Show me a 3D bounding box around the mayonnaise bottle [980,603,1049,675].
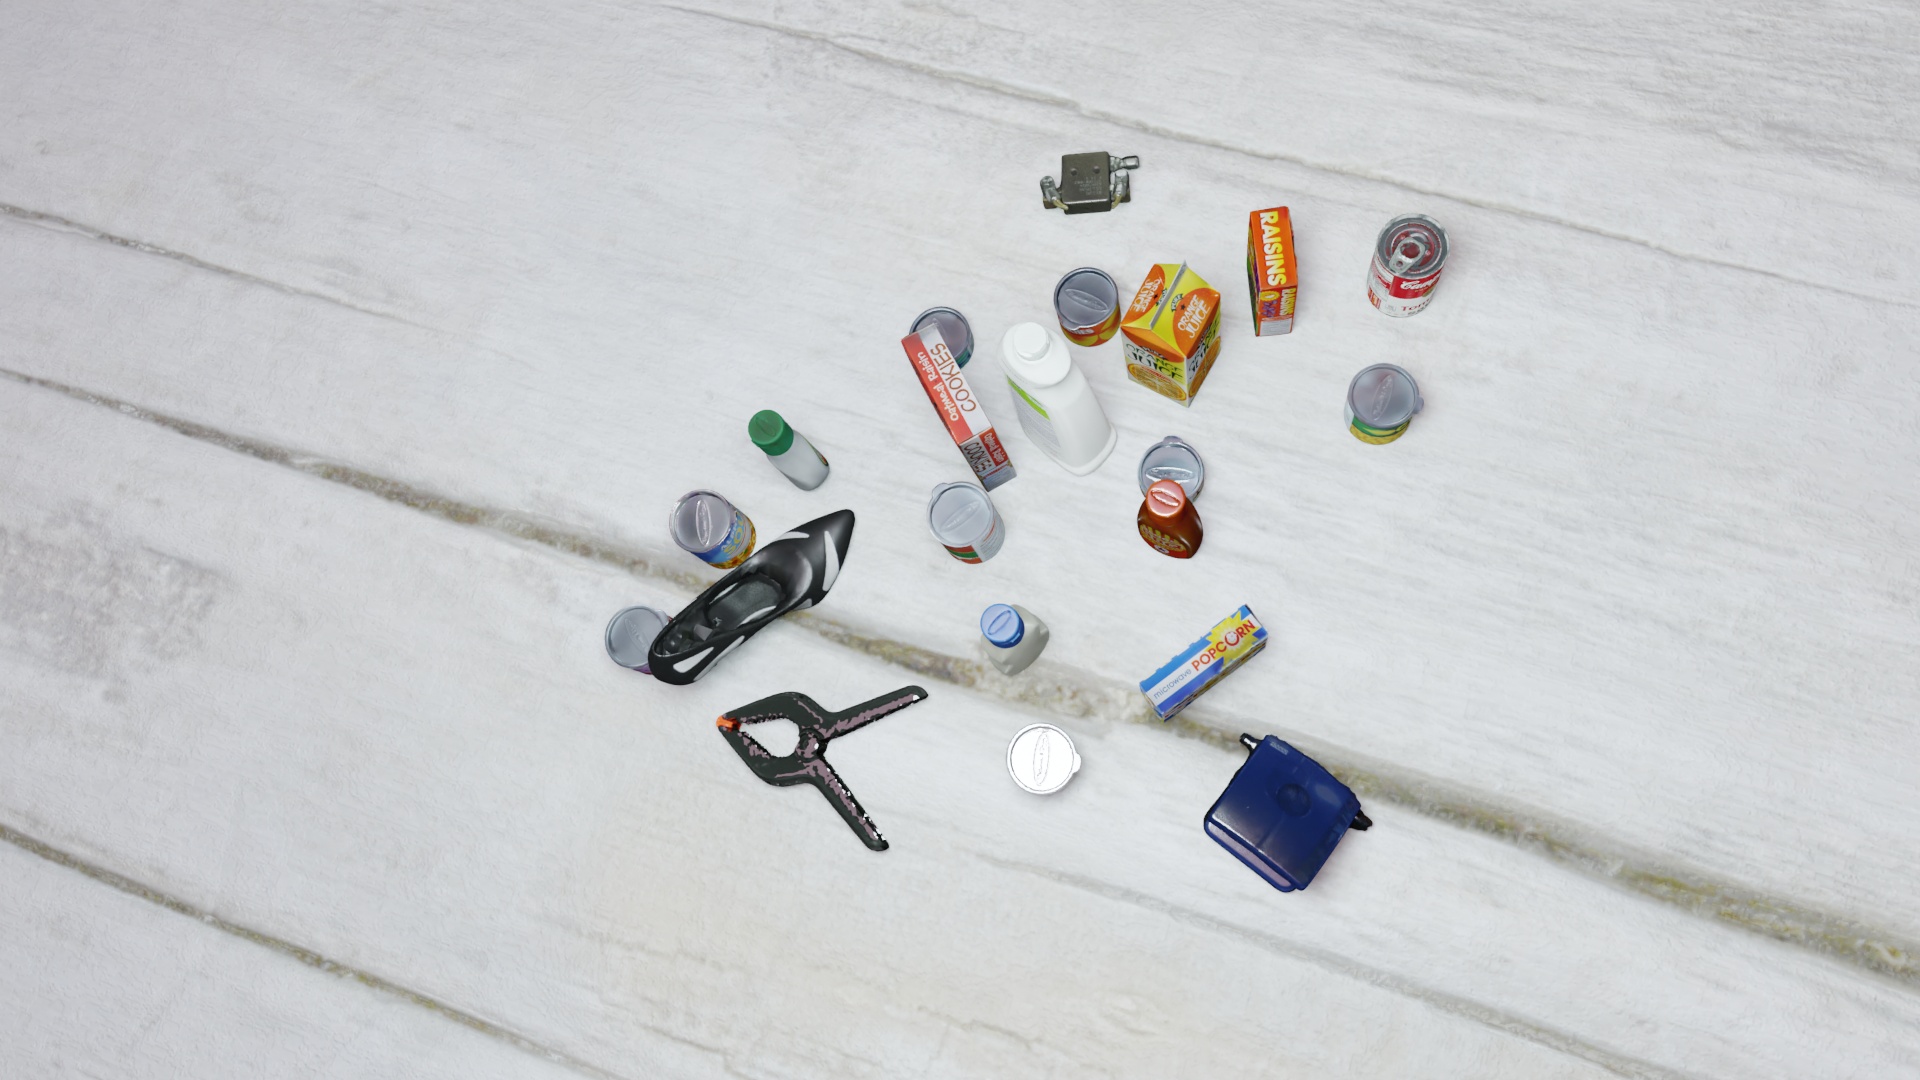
[{"bbox_3d":[0.048,0.090,1.319,0.041,0.148,0.065,43,87,17],"label":"mayonnaise bottle"}]

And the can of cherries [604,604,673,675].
[{"bbox_3d":[-0.321,0.102,1.429,0.071,0.058,0.071,-2,76,10],"label":"can of cherries"}]

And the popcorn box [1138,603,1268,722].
[{"bbox_3d":[0.229,0.118,1.312,0.127,0.085,0.038,-37,73,0],"label":"popcorn box"}]

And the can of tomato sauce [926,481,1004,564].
[{"bbox_3d":[0.005,-0.017,1.388,0.071,0.083,0.071,-2,76,10],"label":"can of tomato sauce"}]

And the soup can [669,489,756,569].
[{"bbox_3d":[-0.251,-0.011,1.432,0.071,0.083,0.071,-2,76,10],"label":"soup can"}]

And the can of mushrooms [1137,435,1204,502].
[{"bbox_3d":[0.211,-0.067,1.389,0.071,0.033,0.071,-2,76,10],"label":"can of mushrooms"}]

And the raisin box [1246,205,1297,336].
[{"bbox_3d":[0.308,-0.264,1.374,0.040,0.123,0.086,-5,76,9],"label":"raisin box"}]

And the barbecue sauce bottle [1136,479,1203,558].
[{"bbox_3d":[0.198,-0.022,1.320,0.065,0.148,0.044,26,82,15],"label":"barbecue sauce bottle"}]

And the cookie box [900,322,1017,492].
[{"bbox_3d":[0.000,-0.128,1.372,0.040,0.167,0.123,-29,73,2],"label":"cookie box"}]

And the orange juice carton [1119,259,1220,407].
[{"bbox_3d":[0.203,-0.202,1.341,0.073,0.192,0.072,28,83,15],"label":"orange juice carton"}]

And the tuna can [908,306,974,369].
[{"bbox_3d":[-0.022,-0.210,1.467,0.071,0.032,0.071,-2,76,10],"label":"tuna can"}]

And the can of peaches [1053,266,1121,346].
[{"bbox_3d":[0.130,-0.238,1.434,0.071,0.058,0.071,-2,76,10],"label":"can of peaches"}]

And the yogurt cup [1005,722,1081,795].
[{"bbox_3d":[0.080,0.211,1.331,0.072,0.054,0.072,-2,76,10],"label":"yogurt cup"}]

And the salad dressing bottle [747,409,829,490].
[{"bbox_3d":[-0.175,-0.092,1.405,0.064,0.147,0.044,42,87,17],"label":"salad dressing bottle"}]

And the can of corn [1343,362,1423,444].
[{"bbox_3d":[0.412,-0.132,1.356,0.071,0.058,0.071,-2,76,10],"label":"can of corn"}]
